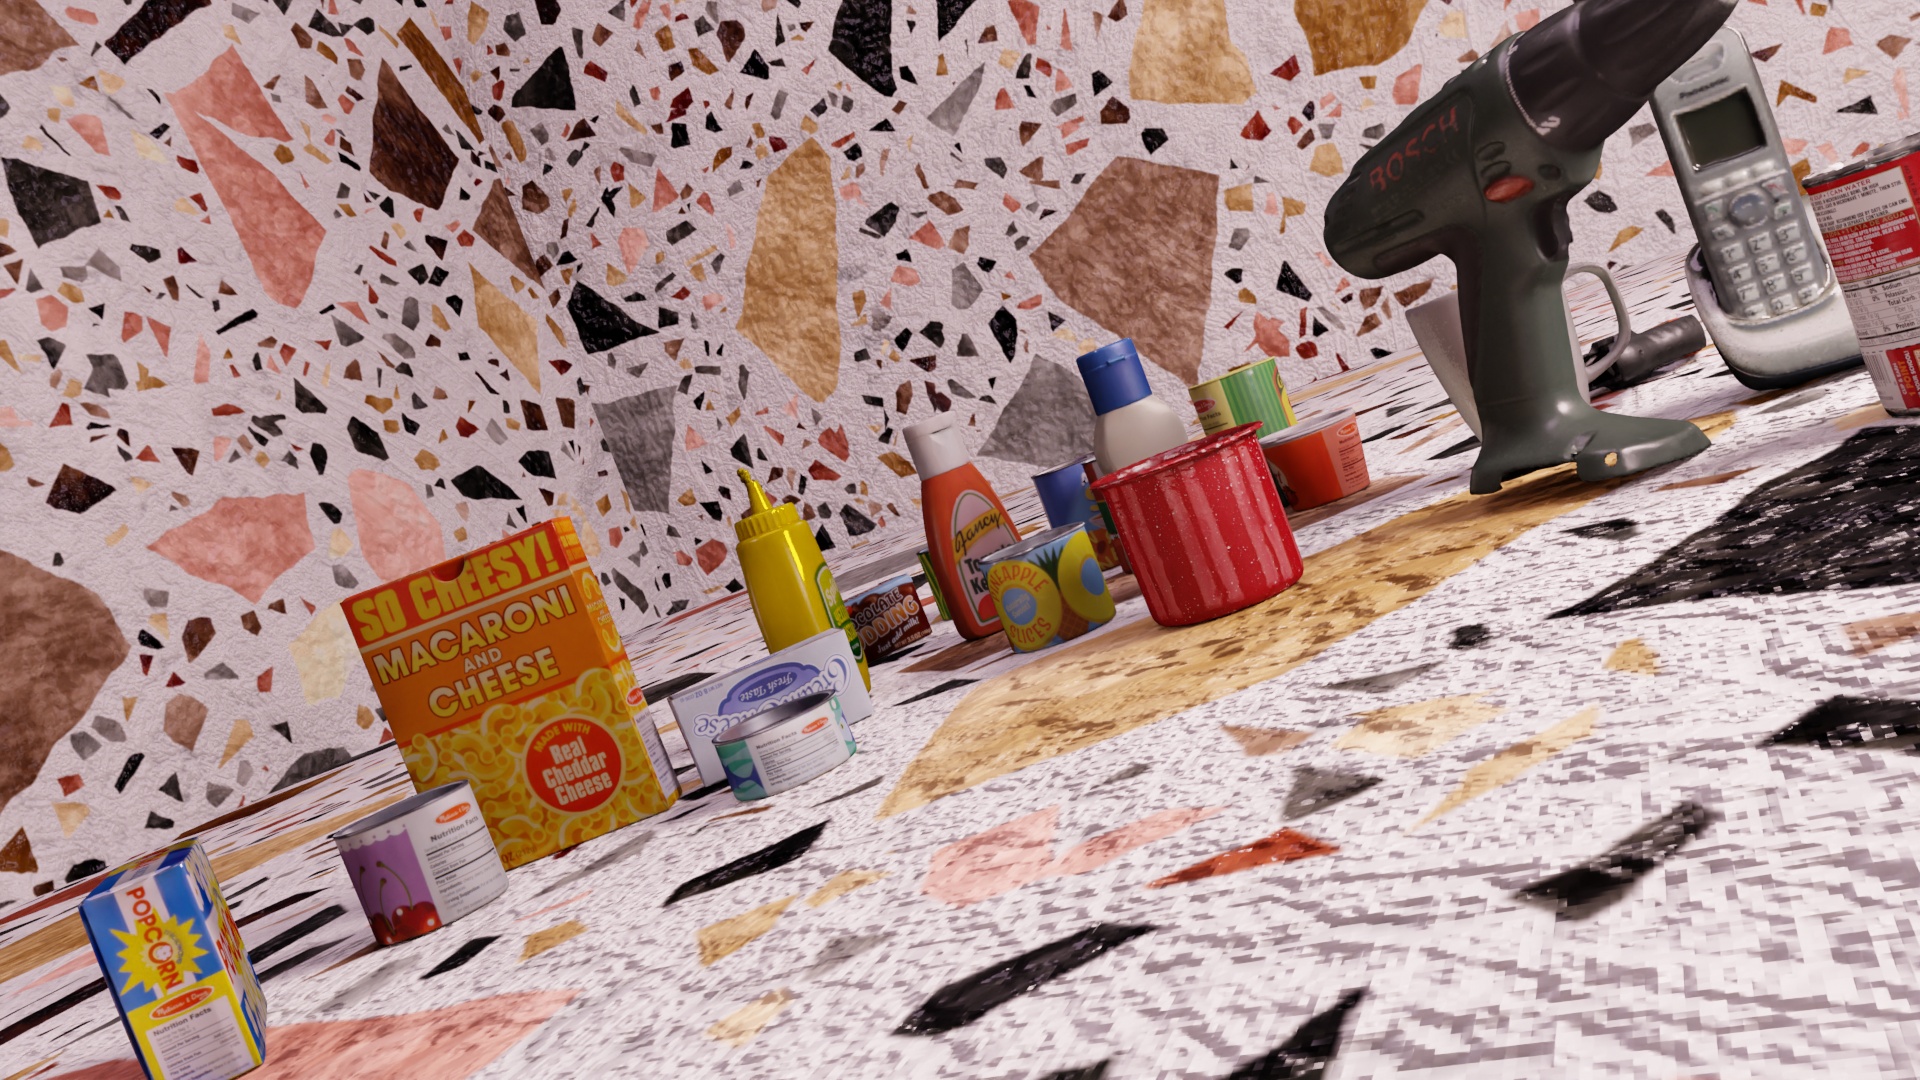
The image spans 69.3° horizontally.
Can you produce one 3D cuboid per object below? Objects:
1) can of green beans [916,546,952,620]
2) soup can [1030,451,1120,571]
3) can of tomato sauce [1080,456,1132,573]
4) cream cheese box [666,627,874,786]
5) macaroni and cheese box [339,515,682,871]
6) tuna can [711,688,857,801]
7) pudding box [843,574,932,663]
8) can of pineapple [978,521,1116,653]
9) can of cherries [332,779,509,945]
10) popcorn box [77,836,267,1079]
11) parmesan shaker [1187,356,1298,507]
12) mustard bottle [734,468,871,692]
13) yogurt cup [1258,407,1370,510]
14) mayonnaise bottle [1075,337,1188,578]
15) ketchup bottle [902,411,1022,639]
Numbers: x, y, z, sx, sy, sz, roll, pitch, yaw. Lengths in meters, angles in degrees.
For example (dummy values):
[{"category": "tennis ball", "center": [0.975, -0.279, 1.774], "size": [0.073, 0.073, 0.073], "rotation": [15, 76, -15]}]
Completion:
[{"category": "can of green beans", "center": [0.006, 0.025, 1.099], "size": [0.071, 0.058, 0.071], "rotation": [-21, 3, 1]}, {"category": "soup can", "center": [0.100, -0.022, 1.043], "size": [0.071, 0.083, 0.071], "rotation": [-21, 3, 1]}, {"category": "can of tomato sauce", "center": [0.129, -0.027, 0.963], "size": [0.071, 0.083, 0.071], "rotation": [-21, 3, 1]}, {"category": "cream cheese box", "center": [-0.104, 0.092, 0.772], "size": [0.104, 0.053, 0.024], "rotation": [-22, 3, -19]}, {"category": "macaroni and cheese box", "center": [-0.239, 0.085, 0.746], "size": [0.124, 0.166, 0.040], "rotation": [-21, 3, 2]}, {"category": "tuna can", "center": [-0.088, 0.102, 0.694], "size": [0.071, 0.033, 0.071], "rotation": [-21, 3, 1]}, {"category": "pudding box", "center": [-0.068, 0.063, 1.029], "size": [0.084, 0.049, 0.030], "rotation": [-23, 4, -29]}, {"category": "can of pineapple", "center": [0.050, 0.028, 0.805], "size": [0.071, 0.058, 0.071], "rotation": [-21, 3, 1]}, {"category": "can of cherries", "center": [-0.265, 0.158, 0.682], "size": [0.071, 0.058, 0.071], "rotation": [-21, 3, 1]}, {"category": "popcorn box", "center": [-0.318, 0.172, 0.568], "size": [0.038, 0.085, 0.126], "rotation": [-23, 4, -27]}, {"category": "parmesan shaker", "center": [0.214, -0.074, 1.014], "size": [0.071, 0.103, 0.071], "rotation": [-21, 3, 1]}, {"category": "mustard bottle", "center": [-0.103, 0.029, 0.854], "size": [0.049, 0.160, 0.065], "rotation": [-21, 3, 9]}, {"category": "yogurt cup", "center": [0.242, -0.054, 0.941], "size": [0.072, 0.054, 0.072], "rotation": [-21, 3, 1]}, {"category": "mayonnaise bottle", "center": [0.113, -0.048, 0.840], "size": [0.065, 0.148, 0.041], "rotation": [-22, 3, -7]}, {"category": "ketchup bottle", "center": [0.003, -0.012, 0.932], "size": [0.065, 0.148, 0.043], "rotation": [-23, 3, -22]}]
